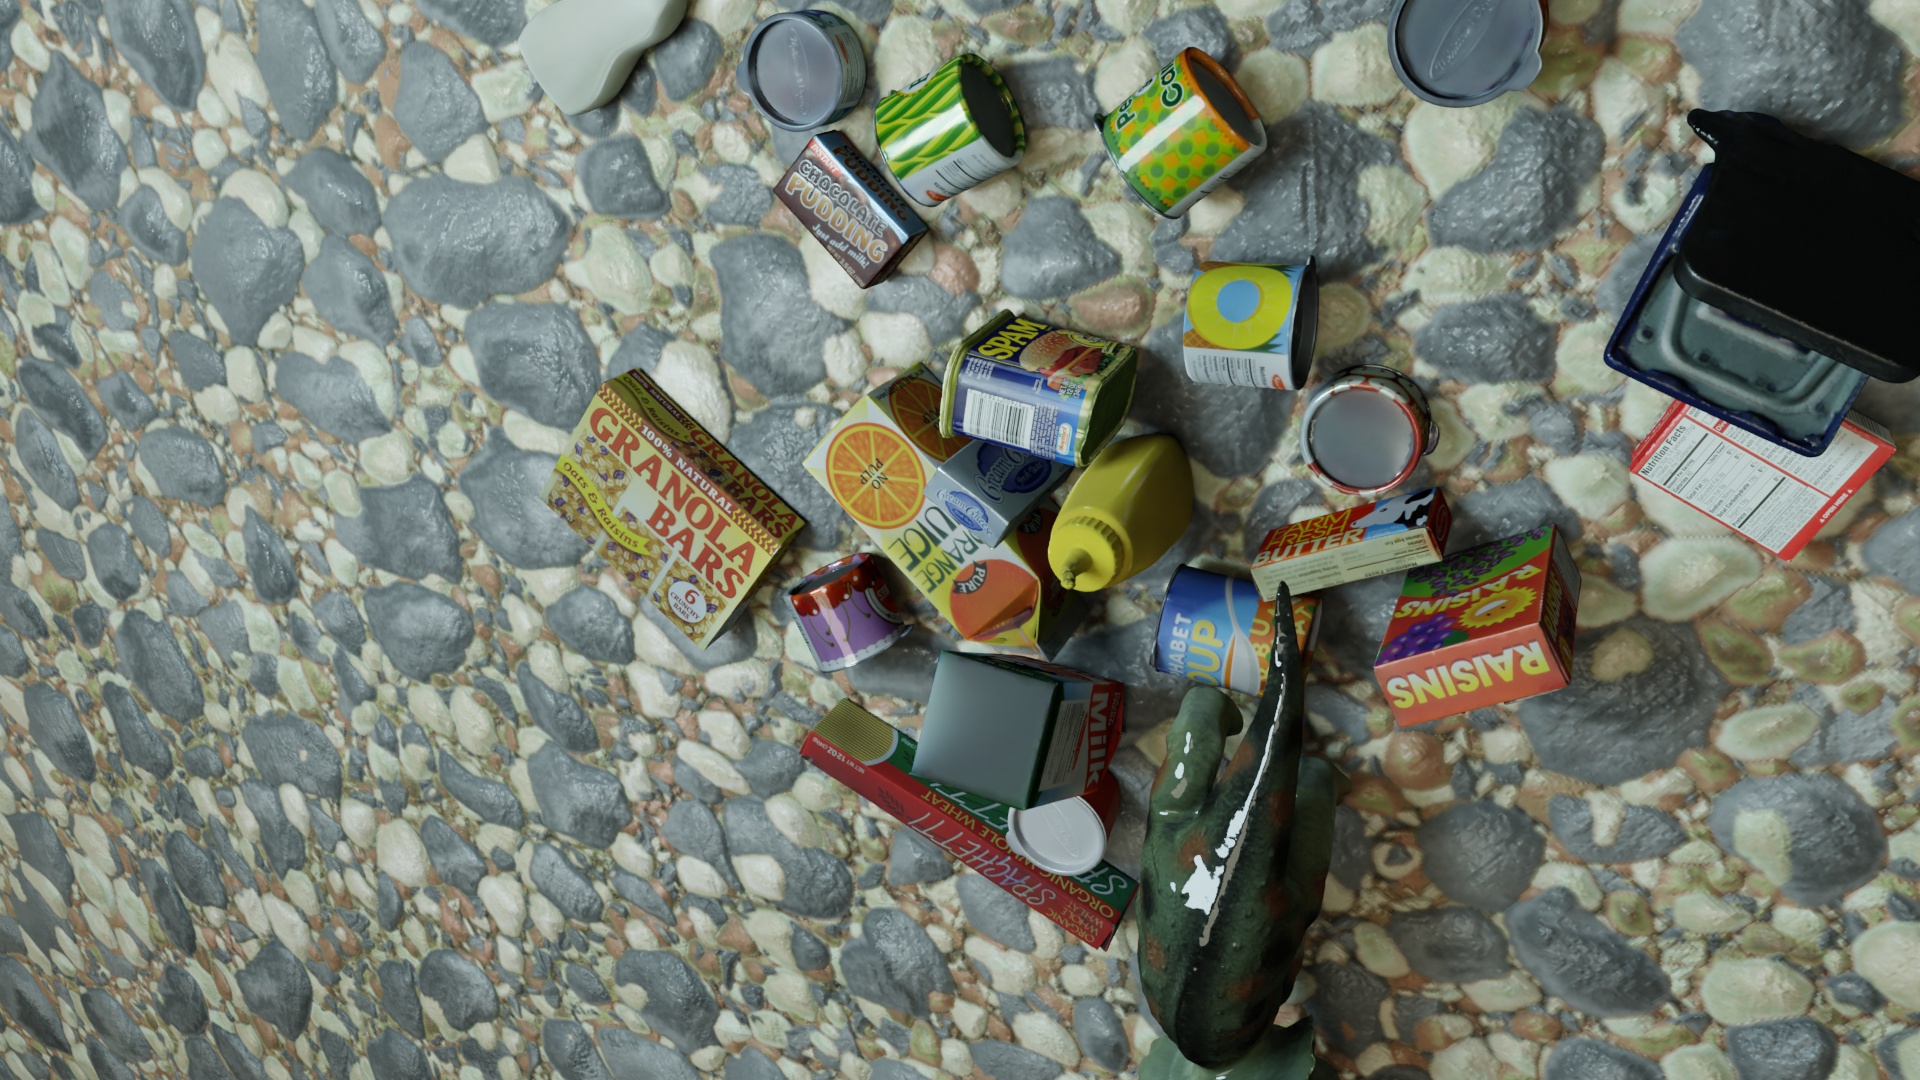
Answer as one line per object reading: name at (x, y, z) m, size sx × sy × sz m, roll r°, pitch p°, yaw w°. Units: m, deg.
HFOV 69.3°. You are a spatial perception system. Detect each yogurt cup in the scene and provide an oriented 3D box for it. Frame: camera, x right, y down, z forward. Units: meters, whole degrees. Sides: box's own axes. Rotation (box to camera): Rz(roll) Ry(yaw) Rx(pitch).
yogurt cup at (0.072, 0.179, 0.920) m, size 0.072 × 0.054 × 0.072 m, roll 11°, pitch 117°, yaw 22°

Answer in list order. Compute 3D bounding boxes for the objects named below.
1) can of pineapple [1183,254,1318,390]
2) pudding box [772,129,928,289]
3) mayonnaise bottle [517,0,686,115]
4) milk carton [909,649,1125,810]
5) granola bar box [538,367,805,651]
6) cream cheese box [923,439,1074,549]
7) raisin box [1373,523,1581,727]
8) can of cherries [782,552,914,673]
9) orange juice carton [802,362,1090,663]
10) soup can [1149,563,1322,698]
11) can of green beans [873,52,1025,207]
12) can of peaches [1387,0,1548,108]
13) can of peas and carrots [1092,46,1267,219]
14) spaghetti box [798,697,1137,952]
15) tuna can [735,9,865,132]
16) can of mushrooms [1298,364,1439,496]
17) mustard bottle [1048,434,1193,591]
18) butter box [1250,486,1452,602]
can of pineapple at (0.155, -0.116, 0.738) m, size 0.058 × 0.071 × 0.070 m, roll 8°, pitch 116°, yaw 24°
pudding box at (-0.065, -0.198, 0.832) m, size 0.083 × 0.030 × 0.049 m, roll 48°, pitch 123°, yaw 0°
mayonnaise bottle at (-0.202, -0.321, 0.838) m, size 0.147 × 0.041 × 0.064 m, roll -28°, pitch 100°, yaw 32°
milk carton at (0.044, 0.111, 0.834) m, size 0.072 × 0.190 × 0.073 m, roll 14°, pitch 89°, yaw 22°
granola bar box at (-0.204, -0.021, 0.976) m, size 0.165 × 0.039 × 0.123 m, roll 42°, pitch 125°, yaw 4°
cream cheese box at (0.025, -0.038, 0.815) m, size 0.053 × 0.104 × 0.024 m, roll 38°, pitch 127°, yaw 8°
raisin box at (0.269, 0.043, 0.718) m, size 0.086 × 0.124 × 0.040 m, roll -21°, pitch 102°, yaw 32°
can of cherries at (-0.075, 0.046, 0.928) m, size 0.071 × 0.072 × 0.058 m, roll -18°, pitch 102°, yaw 32°
orange juice carton at (0.003, -0.011, 0.858) m, size 0.192 × 0.072 × 0.072 m, roll 47°, pitch 125°, yaw 1°
soup can at (0.161, 0.057, 0.810) m, size 0.084 × 0.072 × 0.071 m, roll 14°, pitch 118°, yaw 20°
can of green beans at (-0.005, -0.226, 0.767) m, size 0.057 × 0.071 × 0.071 m, roll -20°, pitch 103°, yaw 31°
can of peaches at (0.239, -0.237, 0.645) m, size 0.071 × 0.058 × 0.071 m, roll 10°, pitch 116°, yaw 22°
can of peas and carrots at (0.113, -0.211, 0.714) m, size 0.058 × 0.071 × 0.071 m, roll -34°, pitch 95°, yaw 33°
spaghetti box at (0.006, 0.194, 0.963) m, size 0.250 × 0.050 × 0.028 m, roll 31°, pitch 124°, yaw 11°
tuna can at (-0.093, -0.274, 0.809) m, size 0.071 × 0.033 × 0.070 m, roll 11°, pitch 117°, yaw 22°
can of mushrooms at (0.220, -0.059, 0.750) m, size 0.071 × 0.033 × 0.070 m, roll 11°, pitch 116°, yaw 23°
mustard bottle at (0.084, -0.010, 0.764) m, size 0.049 × 0.161 × 0.065 m, roll -7°, pitch 108°, yaw 30°
butter box at (0.215, 0.002, 0.769) m, size 0.103 × 0.053 × 0.024 m, roll -16°, pitch 107°, yaw 32°
